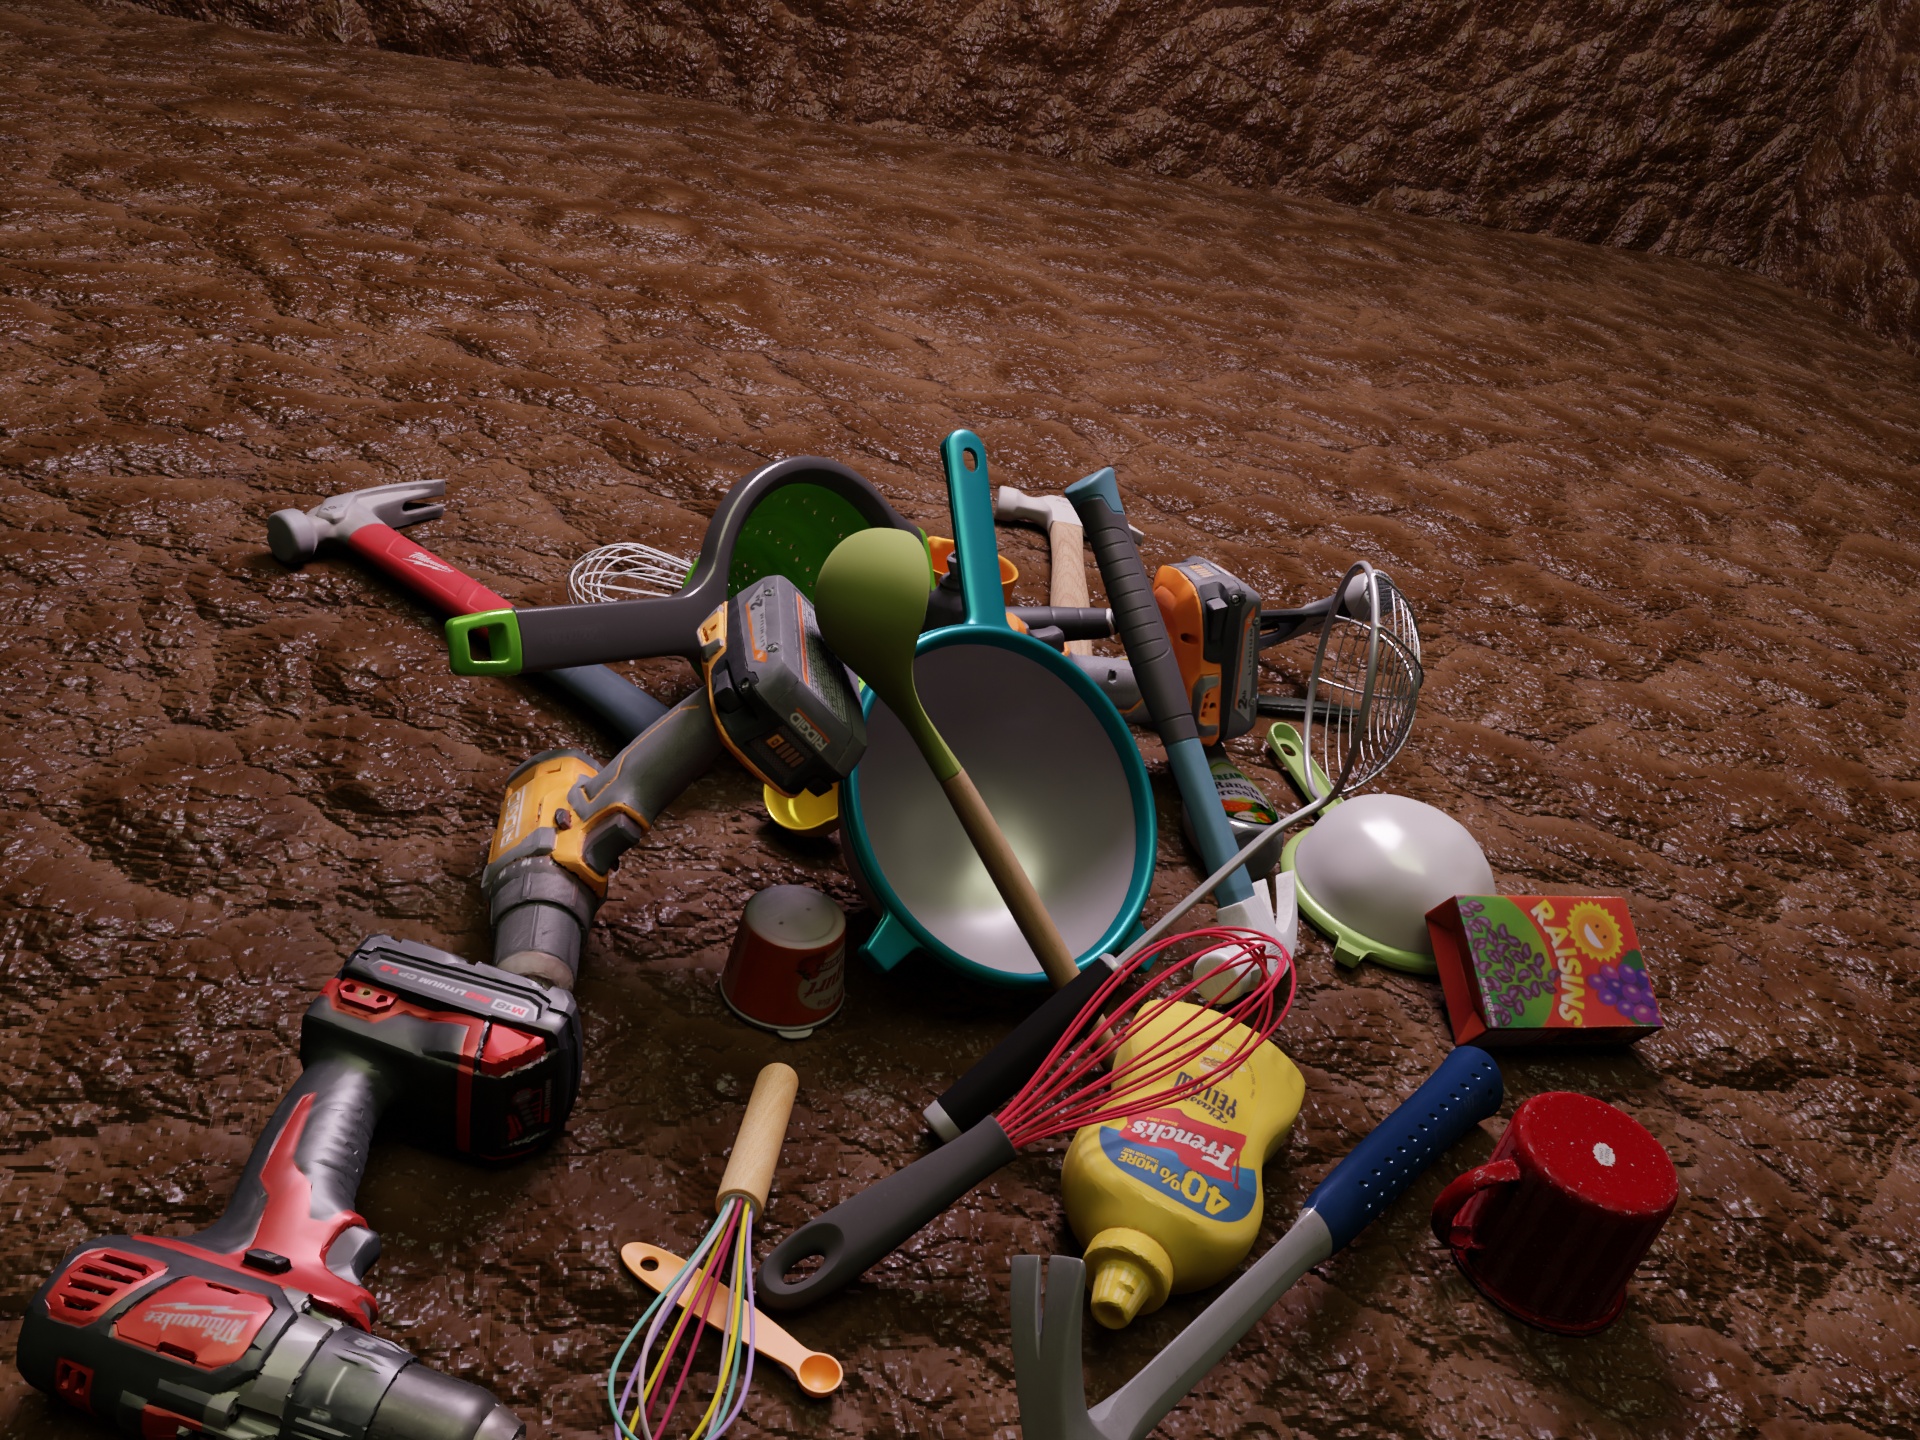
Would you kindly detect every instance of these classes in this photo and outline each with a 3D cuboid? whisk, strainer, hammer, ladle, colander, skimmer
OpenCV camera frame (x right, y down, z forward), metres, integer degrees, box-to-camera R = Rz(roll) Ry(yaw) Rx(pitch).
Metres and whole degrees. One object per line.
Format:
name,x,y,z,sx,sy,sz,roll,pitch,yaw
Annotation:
whisk,-0.142,-0.081,1.160,0.284,0.070,0.070,8,32,-18
strainer,0.276,0.061,1.075,0.151,0.069,0.257,1,35,-20
hammer,0.158,0.236,0.732,0.035,0.144,0.405,-12,4,41
whisk,0.035,0.182,0.735,0.296,0.073,0.073,-30,47,-17
ladle,0.016,0.046,0.844,0.062,0.320,0.078,-36,11,-37
hammer,0.120,-0.072,1.160,0.408,0.036,0.149,-4,-9,-30
hammer,0.092,-0.105,1.309,0.130,0.031,0.332,10,32,-4
whisk,-0.104,0.227,0.688,0.051,0.047,0.245,22,23,-4
colander,-0.172,-0.061,1.009,0.094,0.204,0.397,-3,5,39
hammer,-0.303,-0.070,1.099,0.386,0.038,0.143,30,34,26
strainer,-0.001,-0.003,0.943,0.211,0.095,0.341,6,68,-32
skimmer,0.104,0.065,0.820,0.363,0.127,0.090,-40,84,-8
hammer,0.129,0.000,0.962,0.128,0.033,0.331,-3,72,-58

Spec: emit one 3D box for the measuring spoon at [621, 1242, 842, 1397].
measuring spoon,-0.101,0.258,0.684,0.117,0.011,0.021,24,30,23

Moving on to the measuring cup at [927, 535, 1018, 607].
measuring cup,-0.038,-0.099,1.220,0.173,0.052,0.095,-5,32,-34

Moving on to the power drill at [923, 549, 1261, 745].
power drill,0.081,-0.045,1.050,0.226,0.164,0.084,-10,26,-16

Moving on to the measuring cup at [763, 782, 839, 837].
measuring cup,-0.056,0.010,0.988,0.156,0.029,0.062,-45,62,-5

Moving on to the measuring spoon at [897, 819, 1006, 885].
measuring spoon,0.015,0.086,0.994,0.128,0.021,0.042,4,61,-31

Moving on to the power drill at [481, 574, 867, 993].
power drill,-0.159,0.043,0.832,0.084,0.226,0.186,47,16,-30

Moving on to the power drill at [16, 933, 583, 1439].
power drill,-0.234,0.205,0.656,0.188,0.080,0.227,16,34,5
